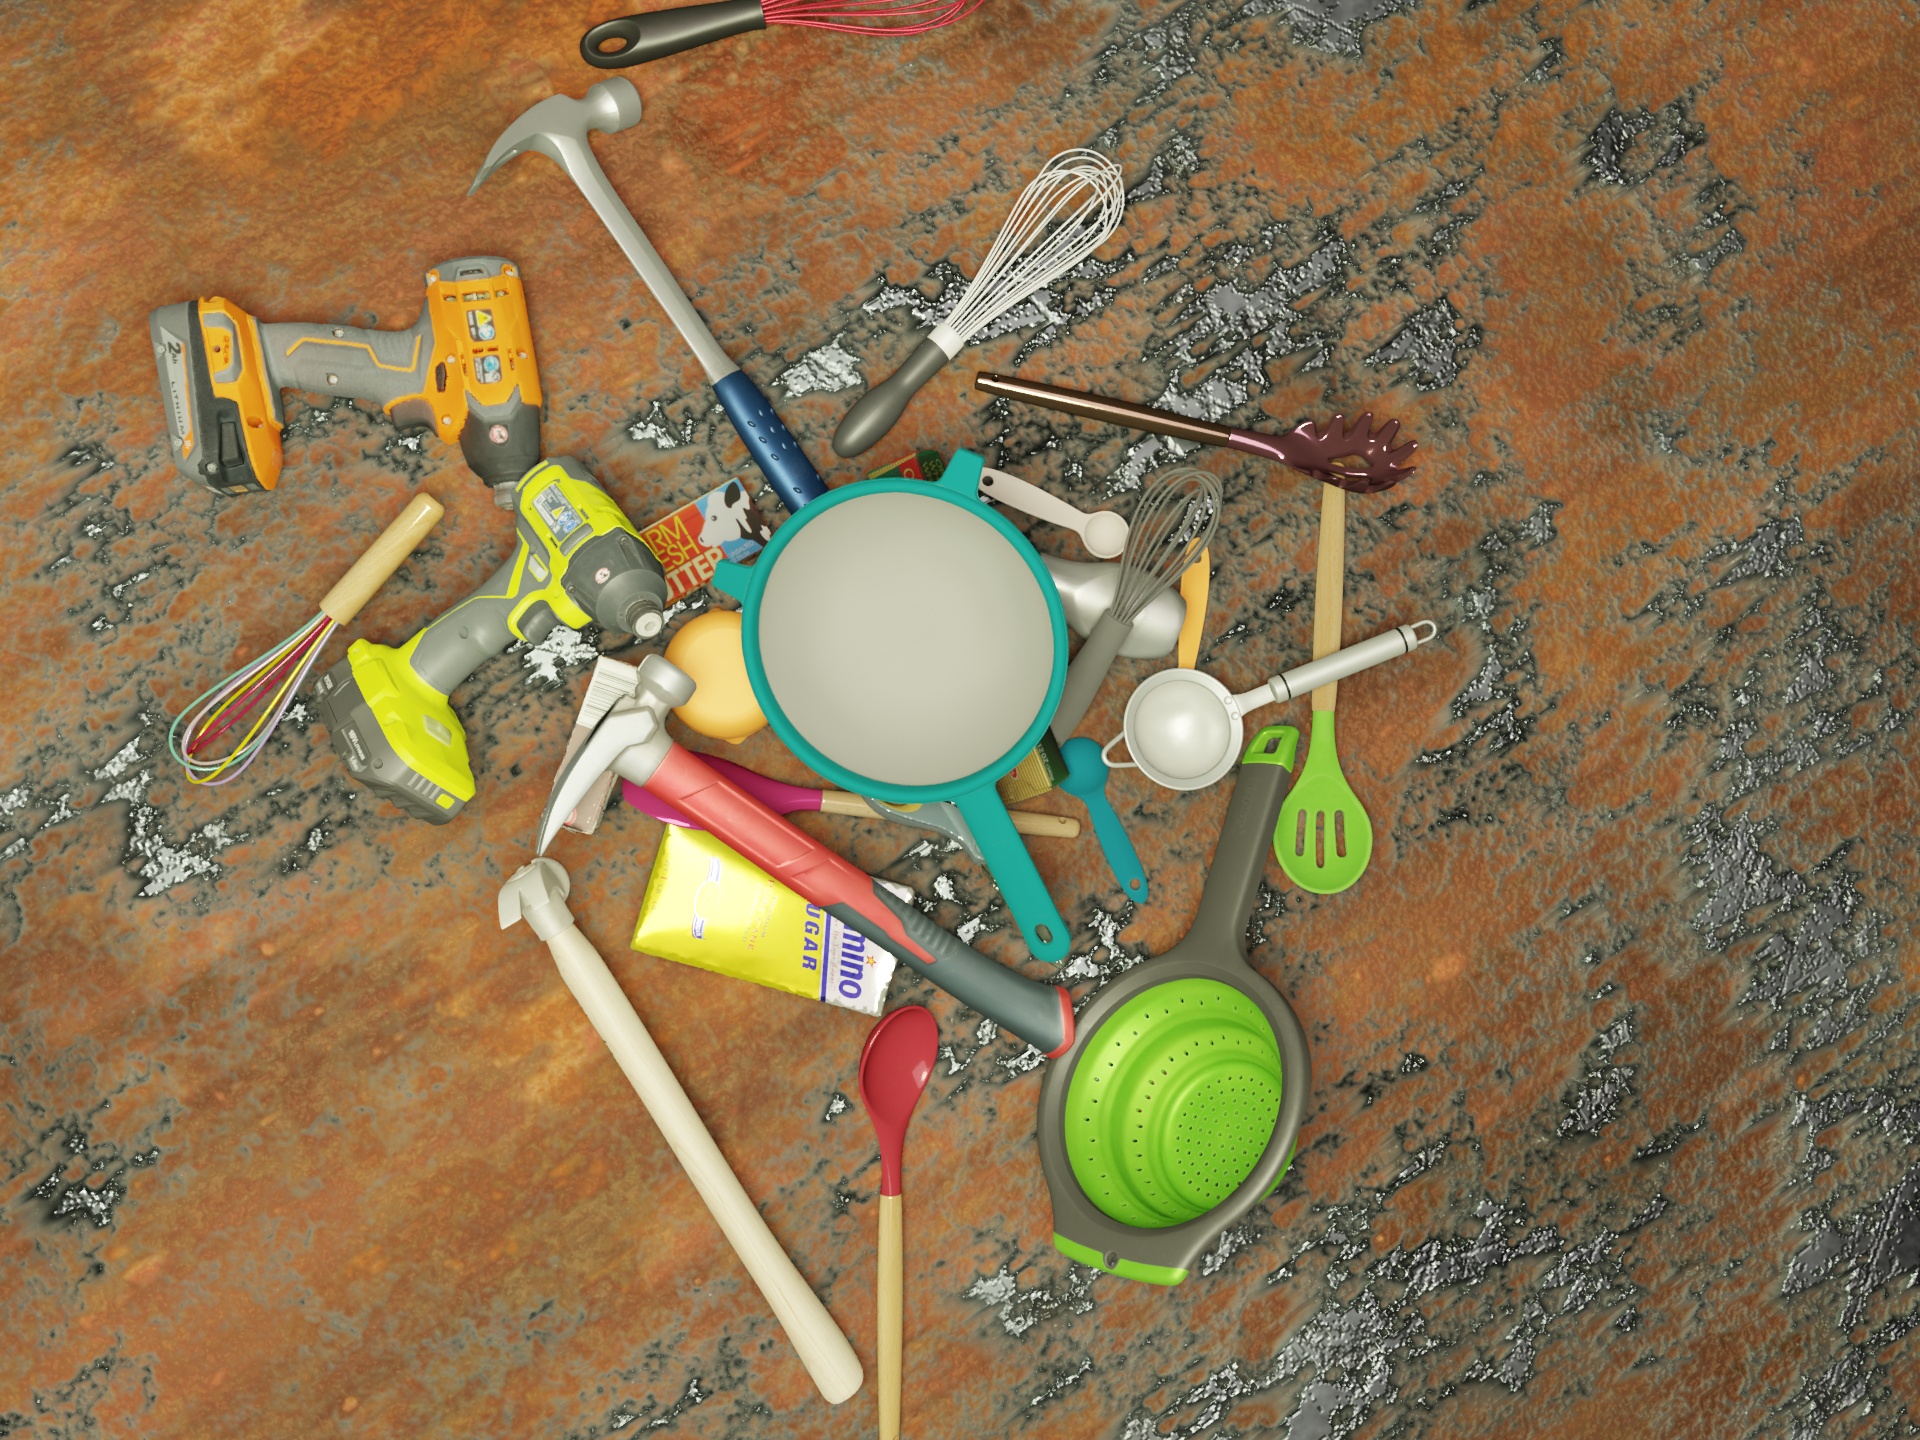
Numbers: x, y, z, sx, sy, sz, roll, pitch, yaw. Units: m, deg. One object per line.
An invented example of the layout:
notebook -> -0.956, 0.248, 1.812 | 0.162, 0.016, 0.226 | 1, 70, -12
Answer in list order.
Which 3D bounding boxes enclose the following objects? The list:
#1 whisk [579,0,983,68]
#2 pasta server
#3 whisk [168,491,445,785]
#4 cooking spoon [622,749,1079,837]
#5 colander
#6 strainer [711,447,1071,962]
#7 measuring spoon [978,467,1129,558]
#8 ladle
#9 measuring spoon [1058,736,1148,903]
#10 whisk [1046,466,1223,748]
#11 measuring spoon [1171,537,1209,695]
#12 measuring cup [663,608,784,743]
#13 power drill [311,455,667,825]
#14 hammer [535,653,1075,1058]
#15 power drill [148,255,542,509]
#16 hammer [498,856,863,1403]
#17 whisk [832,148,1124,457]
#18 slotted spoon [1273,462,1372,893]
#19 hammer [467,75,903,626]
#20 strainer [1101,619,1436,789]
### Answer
whisk -> -0.118, -0.495, 1.101 | 0.296, 0.073, 0.073 | -14, 90, -2
pasta server -> 0.166, -0.212, 1.132 | 0.316, 0.040, 0.060 | 12, 66, -3
whisk -> -0.423, -0.055, 1.029 | 0.051, 0.047, 0.245 | 42, 93, -19
cooking spoon -> -0.071, 0.057, 1.096 | 0.318, 0.017, 0.069 | 7, 46, -13
colander -> 0.186, 0.195, 1.101 | 0.094, 0.204, 0.397 | 38, 64, -39
strainer -> -0.002, -0.003, 1.050 | 0.211, 0.095, 0.340 | -22, 103, 17
measuring spoon -> 0.062, -0.150, 1.137 | 0.124, 0.018, 0.034 | 25, 79, 0
ladle -> -0.046, 0.351, 1.094 | 0.069, 0.031, 0.315 | 0, 92, -43
measuring spoon -> 0.105, 0.072, 1.129 | 0.042, 0.021, 0.128 | -25, 91, -8
whisk -> 0.105, -0.068, 1.079 | 0.055, 0.055, 0.239 | 26, 114, -7
measuring spoon -> 0.166, -0.075, 1.151 | 0.021, 0.011, 0.117 | 8, 83, -12
measuring cup -> -0.118, -0.038, 1.084 | 0.173, 0.052, 0.095 | -9, 89, -7
power drill -> -0.289, -0.048, 1.003 | 0.223, 0.080, 0.171 | -43, 50, 1
hammer -> -0.085, 0.125, 1.037 | 0.386, 0.038, 0.143 | 37, 80, -18
power drill -> -0.390, -0.207, 1.039 | 0.226, 0.084, 0.164 | -10, 92, -12
hammer -> -0.177, 0.273, 1.033 | 0.038, 0.146, 0.410 | -31, 97, -9
whisk -> 0.011, -0.289, 1.115 | 0.070, 0.070, 0.284 | 44, 88, -5
slotted spoon -> 0.267, -0.032, 1.154 | 0.070, 0.031, 0.314 | 3, 85, 7
hammer -> -0.169, -0.238, 1.075 | 0.144, 0.035, 0.405 | -40, 99, -37
strainer -> 0.218, -0.018, 1.126 | 0.258, 0.050, 0.087 | -22, 85, -2
